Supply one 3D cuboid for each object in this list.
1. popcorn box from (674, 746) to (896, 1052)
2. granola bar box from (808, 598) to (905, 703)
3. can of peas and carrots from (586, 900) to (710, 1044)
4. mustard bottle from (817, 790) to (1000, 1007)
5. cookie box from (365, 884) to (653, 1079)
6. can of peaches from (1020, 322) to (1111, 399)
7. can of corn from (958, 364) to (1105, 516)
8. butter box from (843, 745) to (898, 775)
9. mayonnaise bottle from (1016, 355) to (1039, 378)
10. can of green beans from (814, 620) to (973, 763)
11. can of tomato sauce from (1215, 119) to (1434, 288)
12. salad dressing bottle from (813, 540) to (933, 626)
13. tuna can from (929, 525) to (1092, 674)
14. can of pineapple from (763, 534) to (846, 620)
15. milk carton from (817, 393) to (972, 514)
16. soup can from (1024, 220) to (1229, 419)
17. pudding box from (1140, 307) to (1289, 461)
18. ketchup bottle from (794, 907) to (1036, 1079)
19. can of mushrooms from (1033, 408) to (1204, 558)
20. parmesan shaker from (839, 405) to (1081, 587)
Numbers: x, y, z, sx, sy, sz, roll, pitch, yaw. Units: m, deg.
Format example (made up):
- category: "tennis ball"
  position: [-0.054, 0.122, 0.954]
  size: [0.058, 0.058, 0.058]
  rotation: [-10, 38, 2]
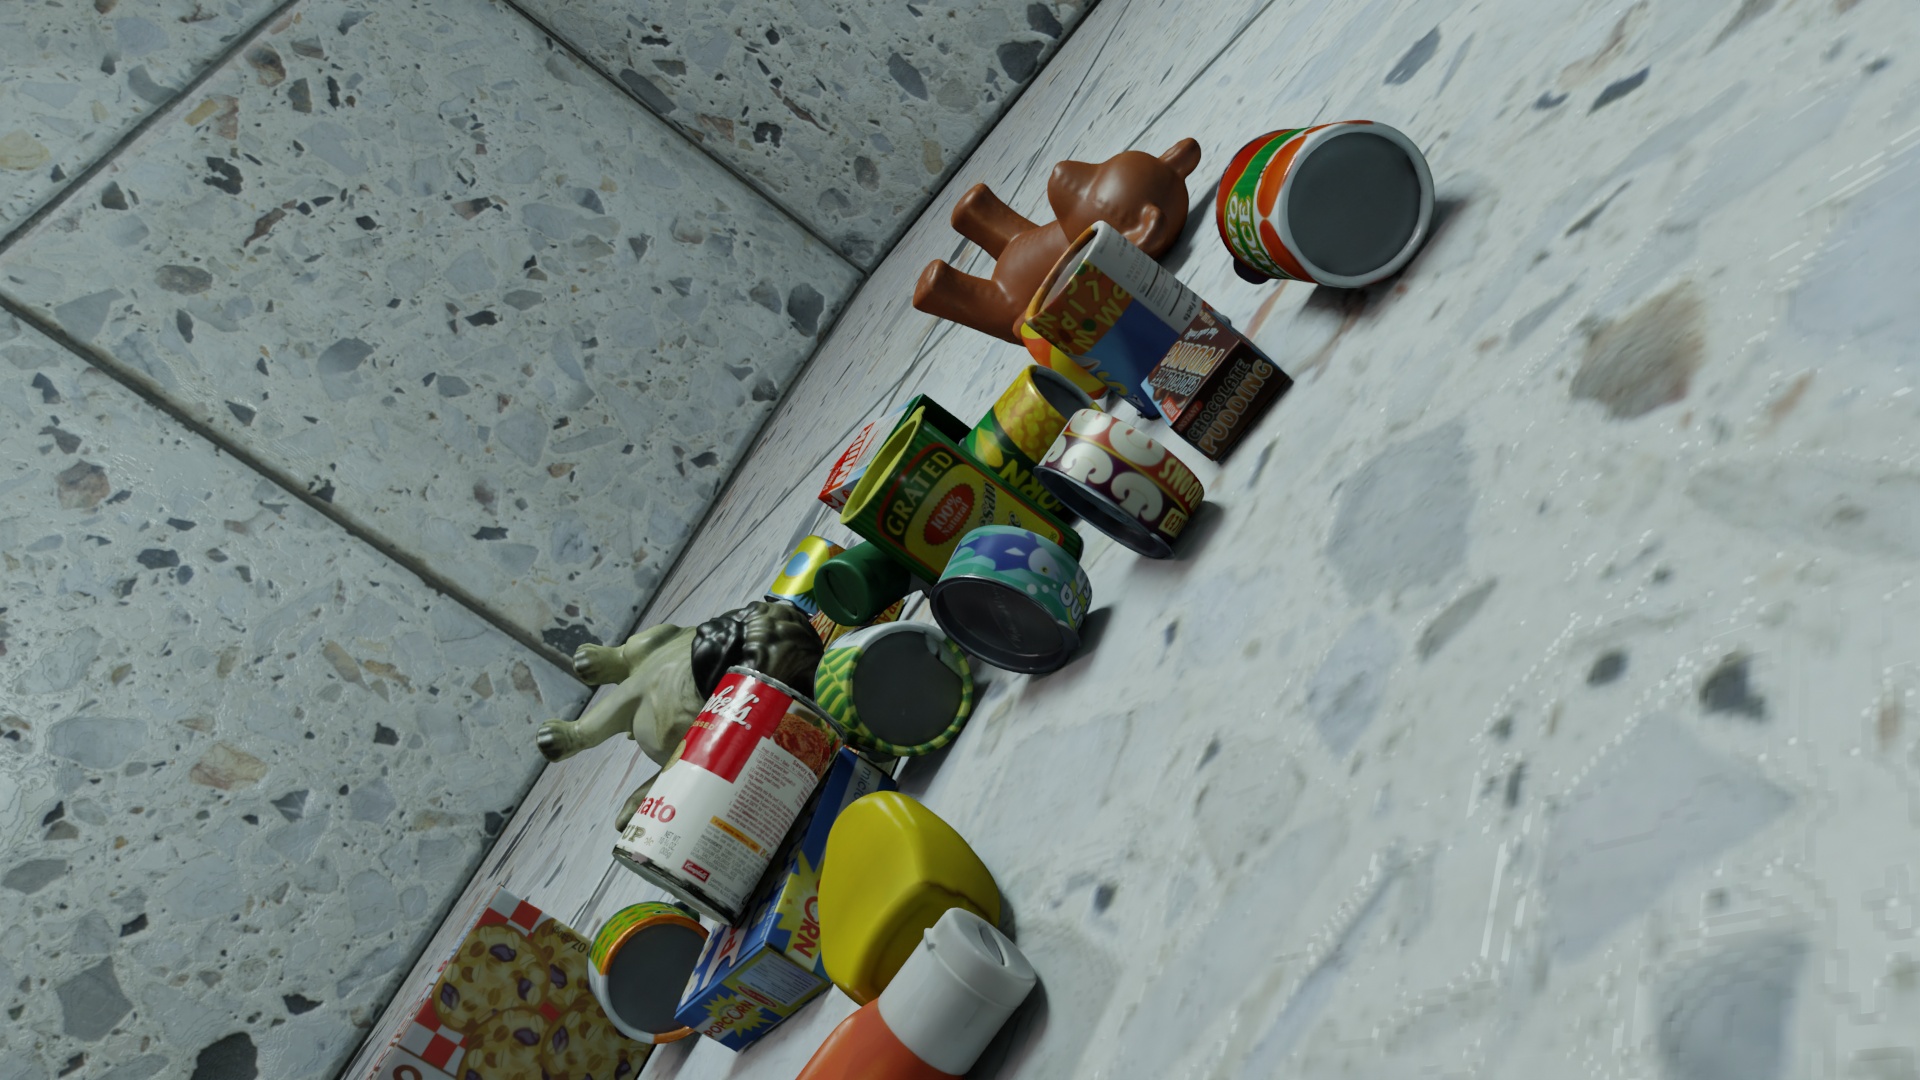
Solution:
- category: "popcorn box"
  position: [-0.082, 0.171, 0.672]
  size: [0.085, 0.038, 0.127]
  rotation: [-44, 16, 35]
- category: "granola bar box"
  position: [-0.113, 0.107, 0.951]
  size: [0.164, 0.039, 0.125]
  rotation: [-41, 18, 45]
- category: "can of peas and carrots"
  position: [-0.162, 0.229, 0.748]
  size: [0.071, 0.071, 0.058]
  rotation: [-58, 14, -18]
- category: "mustard bottle"
  position: [-0.026, 0.132, 0.547]
  size: [0.065, 0.049, 0.160]
  rotation: [-54, 12, 1]
- category: "cookie box"
  position: [-0.251, 0.295, 0.763]
  size: [0.168, 0.123, 0.040]
  rotation: [-61, 13, -28]
- category: "can of peaches"
  position: [0.075, -0.125, 0.809]
  size: [0.057, 0.071, 0.071]
  rotation: [-49, 14, 28]
- category: "can of corn"
  position: [0.043, -0.050, 0.743]
  size: [0.058, 0.071, 0.071]
  rotation: [-48, 14, 24]
- category: "butter box"
  position: [-0.046, 0.099, 0.763]
  size: [0.053, 0.024, 0.104]
  rotation: [-40, 18, 45]
- category: "mayonnaise bottle"
  position: [0.057, -0.095, 0.868]
  size: [0.064, 0.041, 0.149]
  rotation: [-38, 19, 47]
- category: "can of green beans"
  position: [-0.034, 0.073, 0.689]
  size: [0.071, 0.071, 0.057]
  rotation: [-58, 13, -16]
- category: "can of tomato sauce"
  position: [0.150, -0.140, 0.586]
  size: [0.071, 0.071, 0.083]
  rotation: [-53, 13, 7]
- category: "salad dressing bottle"
  position: [-0.022, 0.005, 0.750]
  size: [0.043, 0.064, 0.148]
  rotation: [-34, -2, 37]
- category: "tuna can"
  position: [0.025, 0.026, 0.610]
  size: [0.070, 0.071, 0.033]
  rotation: [-37, 21, 54]
- category: "can of pineapple"
  position: [-0.104, 0.037, 1.045]
  size: [0.058, 0.071, 0.071]
  rotation: [-58, 13, -17]
- category: "milk carton"
  position: [-0.048, -0.046, 1.048]
  size: [0.073, 0.072, 0.190]
  rotation: [-57, 14, -15]
- category: "soup can"
  position: [0.083, -0.111, 0.714]
  size: [0.071, 0.084, 0.071]
  rotation: [-51, 13, 16]
- category: "pudding box"
  position: [0.112, -0.071, 0.624]
  size: [0.049, 0.030, 0.084]
  rotation: [-52, 12, 15]
- category: "ketchup bottle"
  position: [-0.035, 0.187, 0.445]
  size: [0.148, 0.043, 0.065]
  rotation: [-53, 13, 3]
- category: "can of mushrooms"
  position: [0.068, -0.023, 0.581]
  size: [0.033, 0.071, 0.071]
  rotation: [-55, 12, -7]
- category: "parmesan shaker"
  position: [0.002, -0.009, 0.690]
  size: [0.071, 0.103, 0.071]
  rotation: [-51, 13, 17]
